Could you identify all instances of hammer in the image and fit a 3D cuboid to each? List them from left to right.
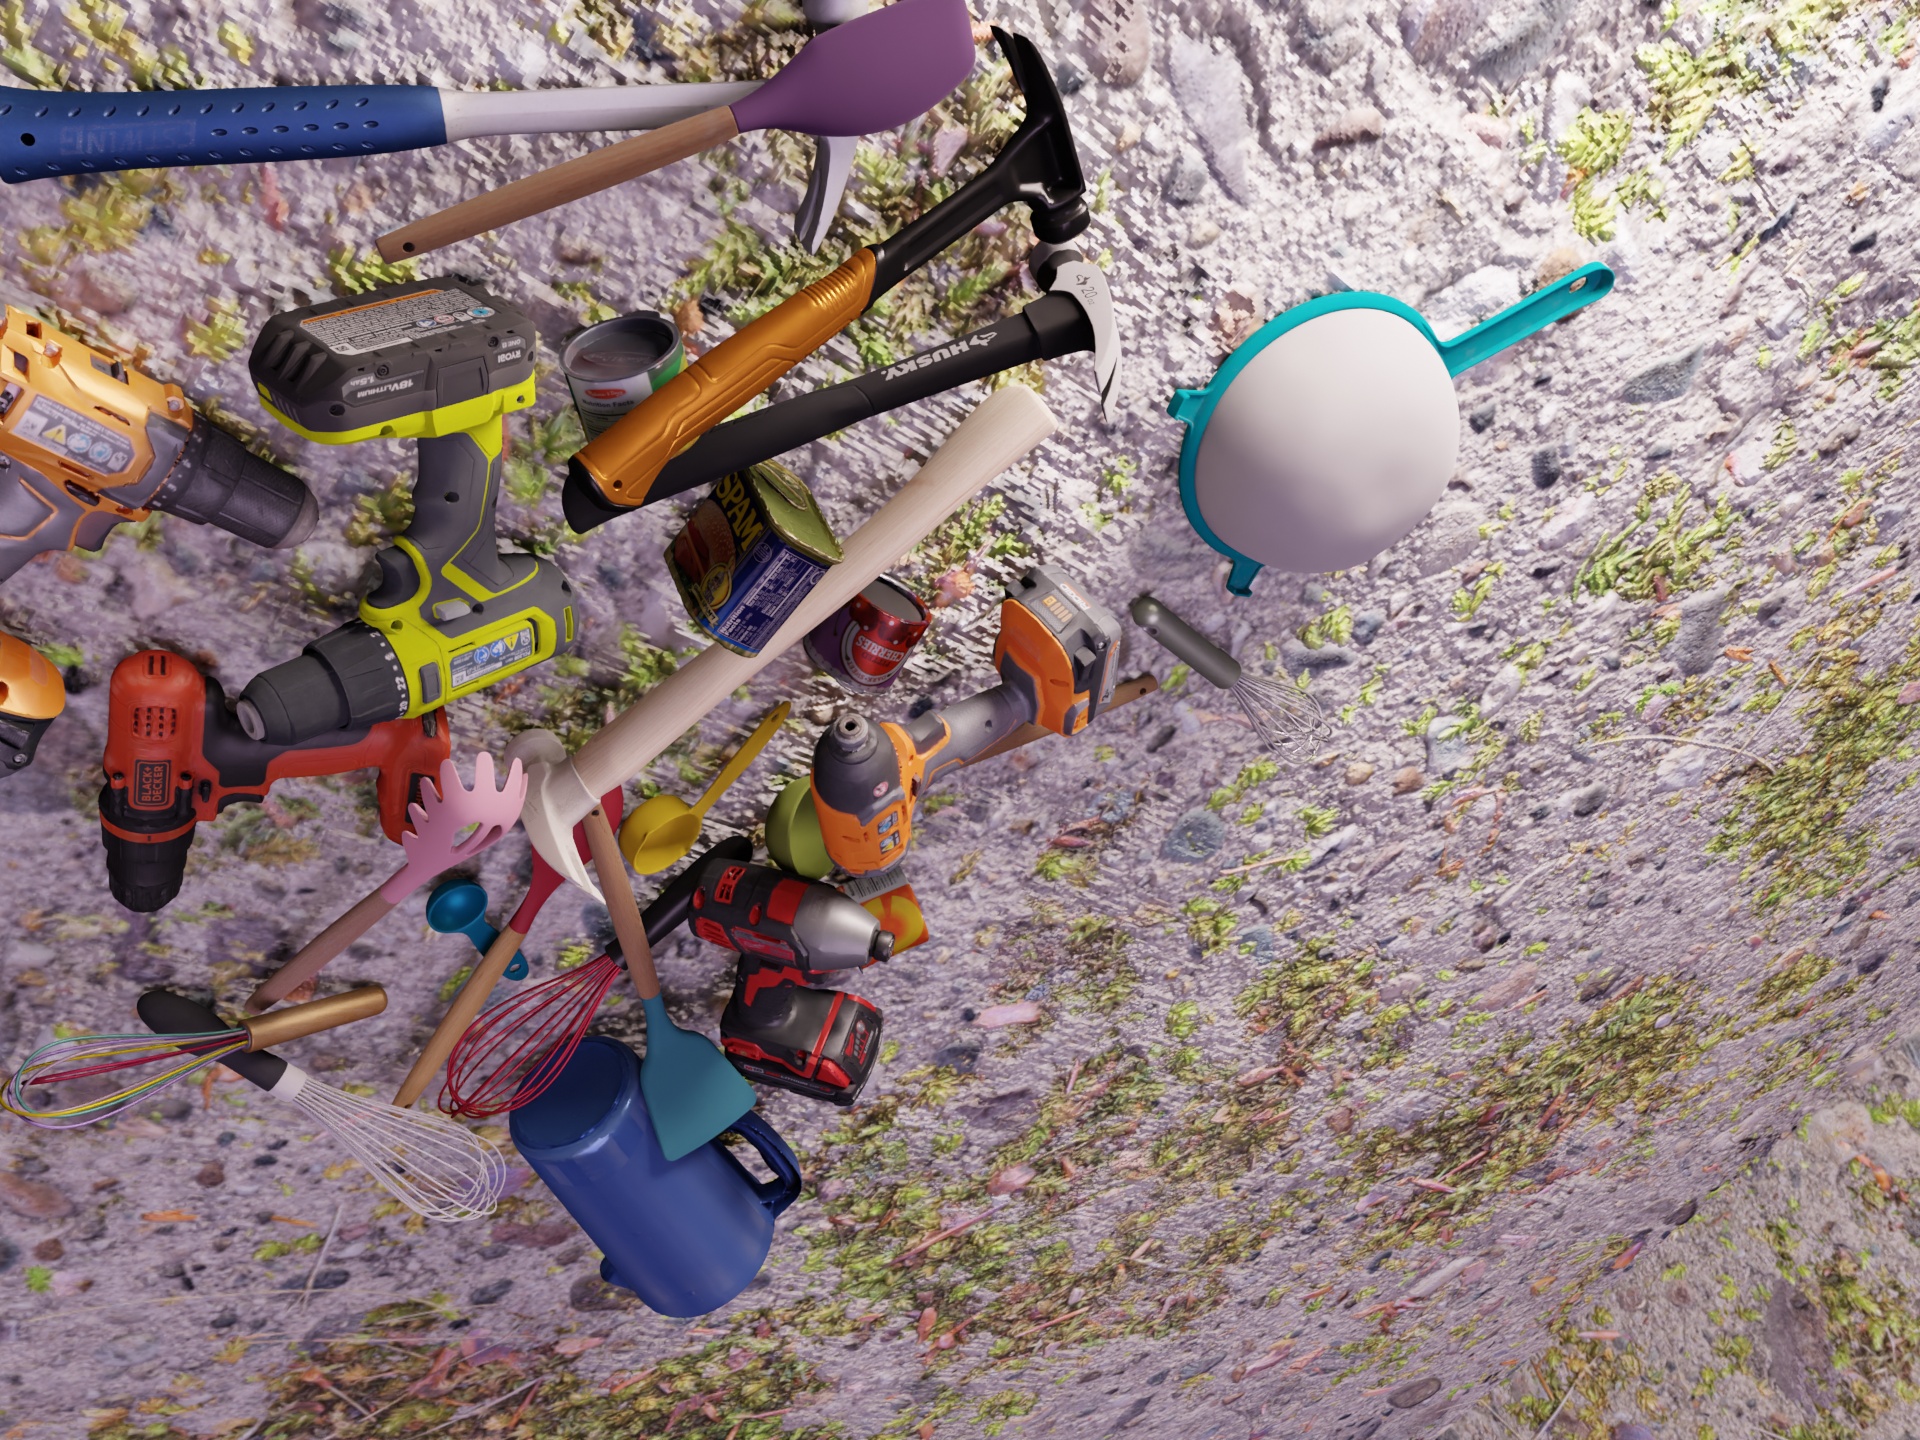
[{"bbox_3d":[-0.240,-0.288,0.772,0.405,0.035,0.144,-11,131,-20],"label":"hammer"},{"bbox_3d":[-0.103,-0.058,0.978,0.410,0.146,0.038,-39,135,1],"label":"hammer"},{"bbox_3d":[-0.072,-0.229,0.853,0.337,0.034,0.127,-40,140,-12],"label":"hammer"},{"bbox_3d":[-0.067,-0.176,0.906,0.335,0.146,0.035,-20,136,1],"label":"hammer"}]

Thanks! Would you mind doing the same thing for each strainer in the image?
[{"bbox_3d":[0.318,-0.207,1.087,0.340,0.095,0.210,-29,135,0],"label":"strainer"}]

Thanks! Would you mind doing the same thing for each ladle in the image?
[{"bbox_3d":[-0.319,0.161,1.098,0.069,0.031,0.315,12,119,-53],"label":"ladle"},{"bbox_3d":[0.007,0.032,1.158,0.320,0.062,0.078,-21,126,-14],"label":"ladle"}]

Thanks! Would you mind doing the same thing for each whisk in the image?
[{"bbox_3d":[-0.480,0.205,1.014,0.245,0.047,0.051,-11,93,-52],"label":"whisk"},{"bbox_3d":[-0.434,0.264,1.090,0.070,0.070,0.284,-44,114,12],"label":"whisk"},{"bbox_3d":[-0.263,0.184,1.148,0.296,0.073,0.073,-42,134,1],"label":"whisk"},{"bbox_3d":[0.211,-0.032,1.221,0.246,0.058,0.059,32,74,-39],"label":"whisk"}]

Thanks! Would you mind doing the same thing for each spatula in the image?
[{"bbox_3d":[-0.215,0.176,1.109,0.082,0.044,0.317,-31,132,-27],"label":"spatula"},{"bbox_3d":[-0.136,-0.286,0.788,0.316,0.018,0.059,-24,134,-9],"label":"spatula"}]

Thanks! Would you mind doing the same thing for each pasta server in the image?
[{"bbox_3d":[-0.369,0.112,0.991,0.316,0.040,0.060,-35,148,33],"label":"pasta server"}]

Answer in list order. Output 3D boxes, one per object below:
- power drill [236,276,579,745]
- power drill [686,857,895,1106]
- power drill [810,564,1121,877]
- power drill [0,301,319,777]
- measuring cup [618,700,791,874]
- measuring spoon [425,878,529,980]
[{"bbox_3d":[-0.297,-0.100,0.837,0.190,0.080,0.228,-29,140,-39],"label":"power drill"},{"bbox_3d":[-0.114,0.188,1.152,0.143,0.079,0.219,13,142,10],"label":"power drill"},{"bbox_3d":[-0.002,-0.003,1.047,0.226,0.084,0.164,-37,156,-17],"label":"power drill"},{"bbox_3d":[-0.460,-0.079,0.809,0.185,0.084,0.226,29,106,-43],"label":"power drill"},{"bbox_3d":[-0.176,0.039,1.092,0.156,0.029,0.062,-49,157,-1],"label":"measuring cup"},{"bbox_3d":[-0.334,0.146,1.108,0.042,0.021,0.128,-36,145,-13],"label":"measuring spoon"}]
